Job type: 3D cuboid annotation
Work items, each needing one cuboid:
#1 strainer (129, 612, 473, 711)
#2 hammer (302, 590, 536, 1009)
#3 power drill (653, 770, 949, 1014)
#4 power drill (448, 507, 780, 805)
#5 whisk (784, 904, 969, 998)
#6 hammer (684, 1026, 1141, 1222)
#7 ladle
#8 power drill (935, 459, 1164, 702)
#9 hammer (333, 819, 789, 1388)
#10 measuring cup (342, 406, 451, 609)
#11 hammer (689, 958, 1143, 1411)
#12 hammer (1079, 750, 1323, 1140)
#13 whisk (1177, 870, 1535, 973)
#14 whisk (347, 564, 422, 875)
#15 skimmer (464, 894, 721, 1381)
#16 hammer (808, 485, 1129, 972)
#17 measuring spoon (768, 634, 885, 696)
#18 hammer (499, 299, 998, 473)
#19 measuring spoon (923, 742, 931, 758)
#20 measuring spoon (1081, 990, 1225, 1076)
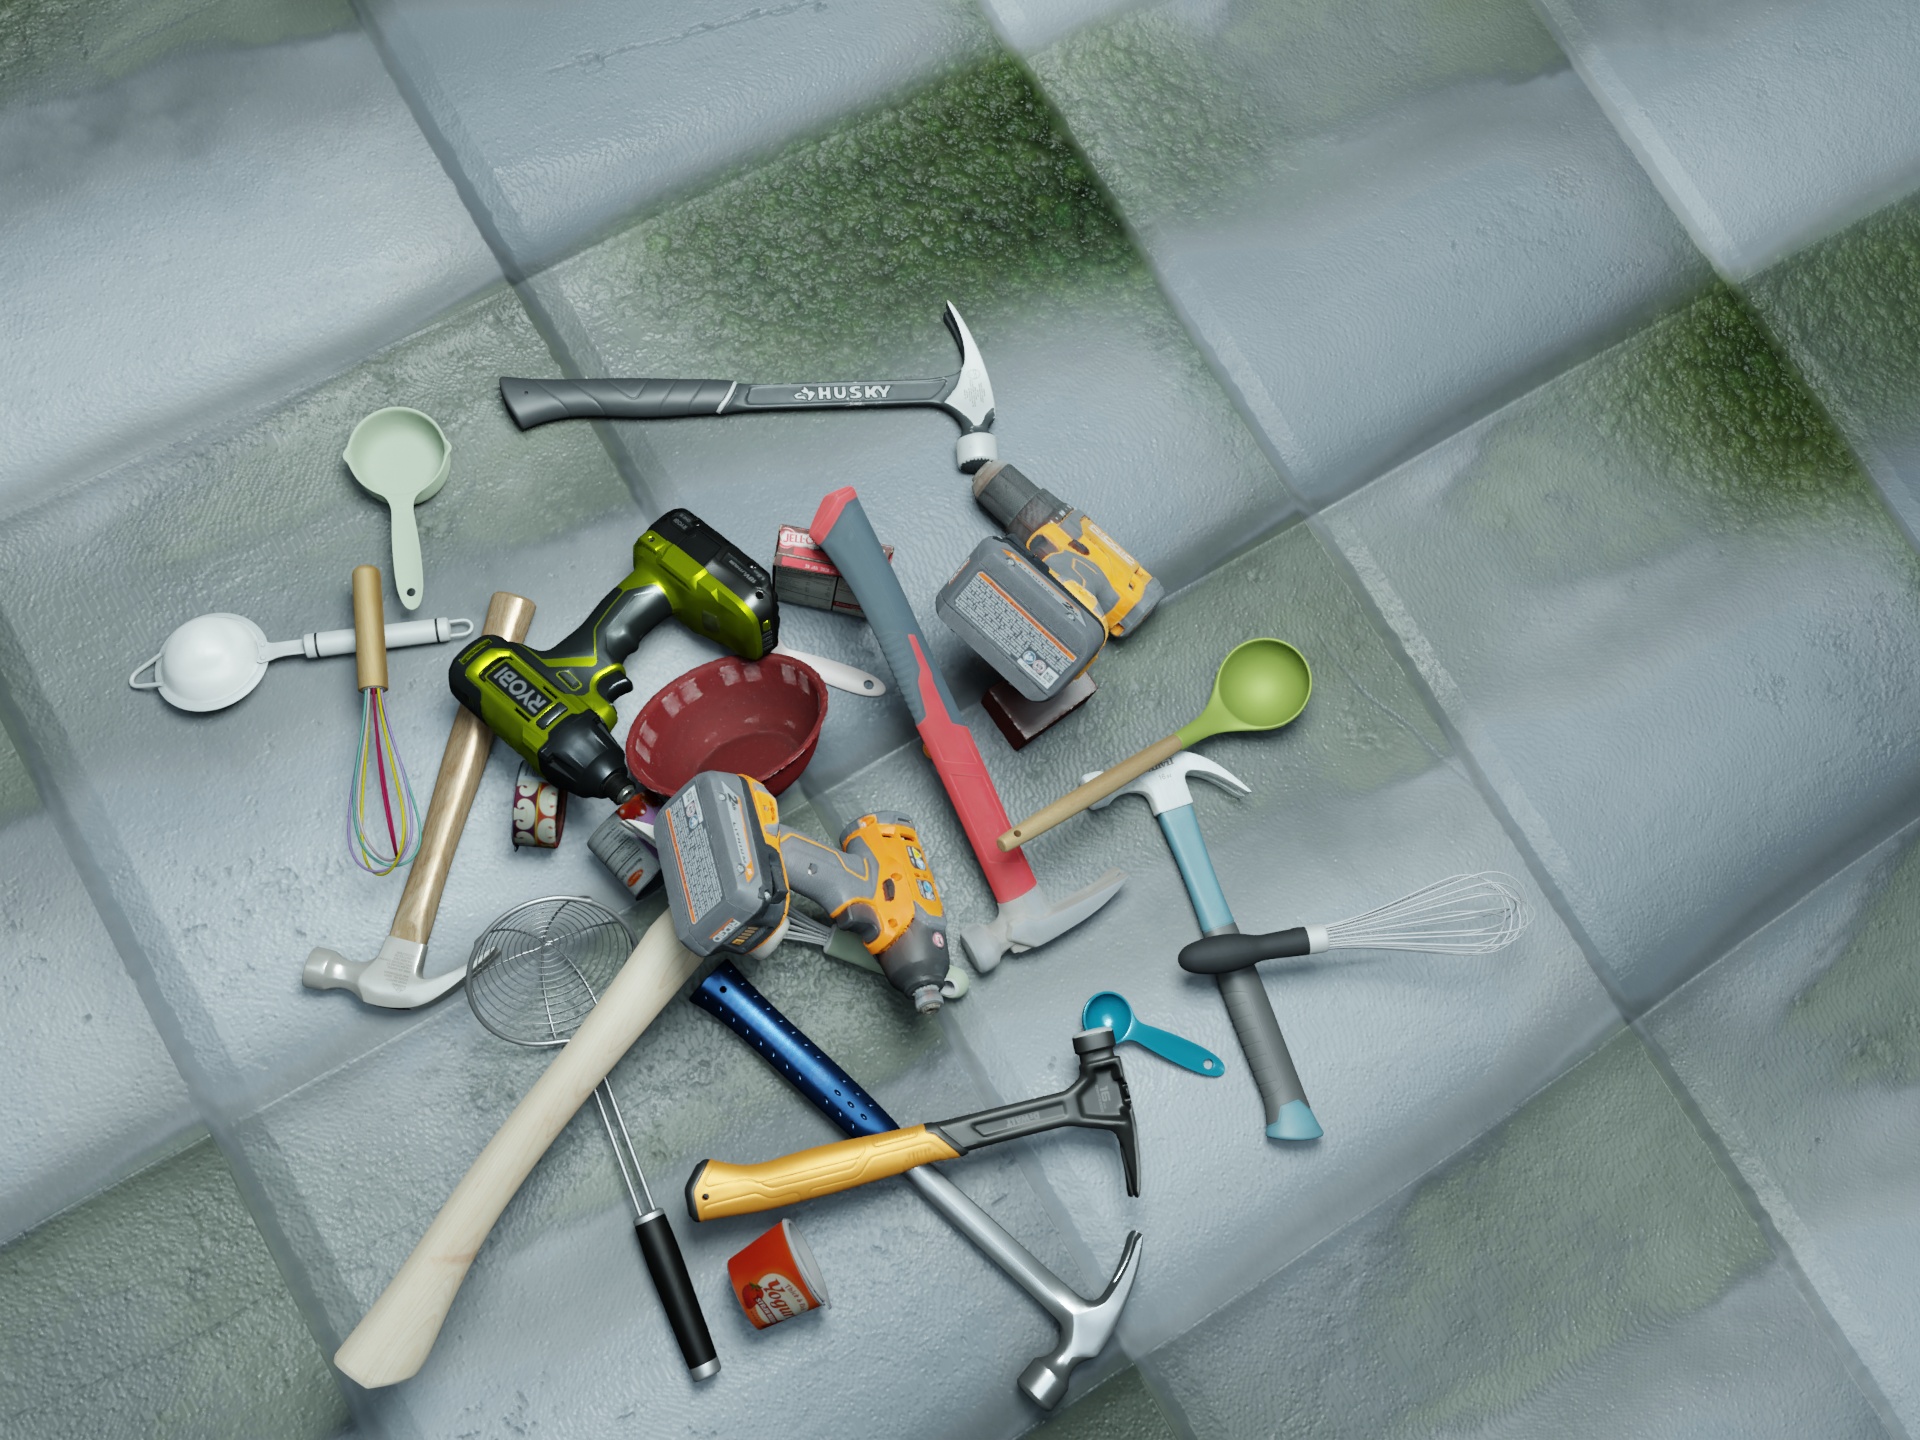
[{"bbox_3d":[-0.510,-0.059,1.230,0.258,0.050,0.087,-8,64,-13],"label":"strainer"},{"bbox_3d":[-0.387,0.058,1.222,0.130,0.031,0.331,14,75,-4],"label":"hammer"},{"bbox_3d":[-0.100,0.129,1.148,0.226,0.084,0.164,18,41,-44],"label":"power drill"},{"bbox_3d":[-0.249,-0.046,1.211,0.171,0.080,0.223,38,64,19],"label":"power drill"},{"bbox_3d":[-0.108,0.166,1.233,0.246,0.059,0.057,21,112,-7],"label":"whisk"},{"bbox_3d":[-0.033,0.323,1.172,0.337,0.034,0.127,-11,78,-10],"label":"hammer"},{"bbox_3d":[0.156,0.022,1.256,0.320,0.062,0.078,-28,68,-30],"label":"ladle"},{"bbox_3d":[0.058,-0.120,1.249,0.185,0.226,0.084,43,118,2],"label":"power drill"},{"bbox_3d":[-0.292,0.262,1.104,0.146,0.038,0.411,40,69,-12],"label":"hammer"},{"bbox_3d":[-0.441,-0.165,1.265,0.083,0.038,0.168,-7,80,-10],"label":"measuring cup"},{"bbox_3d":[-0.039,0.327,1.206,0.405,0.035,0.144,42,75,3],"label":"hammer"},{"bbox_3d":[0.211,0.180,1.279,0.128,0.033,0.331,-18,80,-11],"label":"hammer"},{"bbox_3d":[0.310,0.166,1.250,0.284,0.070,0.070,-8,78,-3],"label":"whisk"},{"bbox_3d":[-0.436,-0.003,1.194,0.051,0.047,0.245,-1,72,-26],"label":"whisk"},{"bbox_3d":[-0.249,0.304,1.153,0.127,0.090,0.363,-21,81,-15],"label":"skimmer"},{"bbox_3d":[-0.002,-0.004,1.219,0.143,0.038,0.386,-28,104,-13],"label":"hammer"},{"bbox_3d":[-0.119,-0.046,1.292,0.124,0.018,0.034,19,75,-4],"label":"measuring spoon"},{"bbox_3d":[-0.175,-0.276,1.330,0.409,0.036,0.149,-3,76,-8],"label":"hammer"},{"bbox_3d":[-0.034,-0.022,1.304,0.021,0.011,0.117,-13,76,-12],"label":"measuring spoon"},{"bbox_3d":[0.152,0.254,1.264,0.128,0.021,0.042,26,74,-11],"label":"measuring spoon"}]
